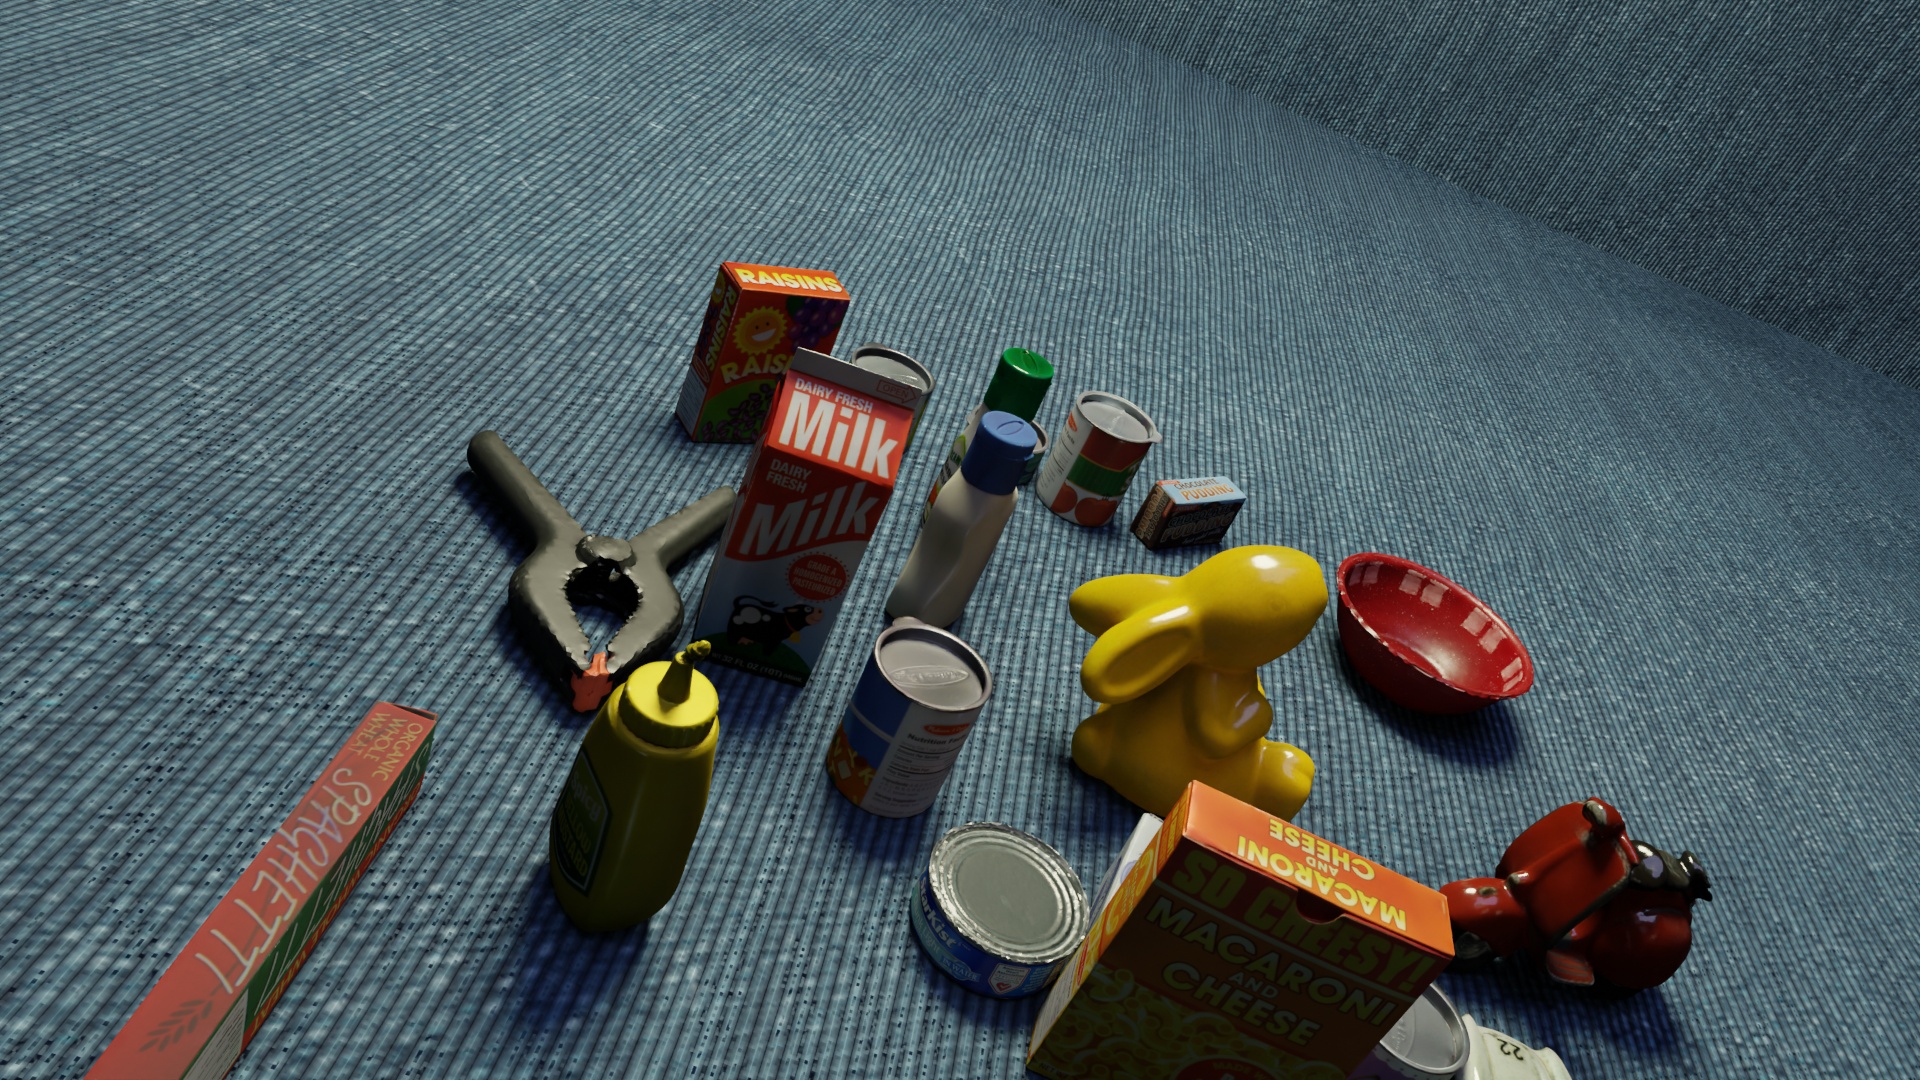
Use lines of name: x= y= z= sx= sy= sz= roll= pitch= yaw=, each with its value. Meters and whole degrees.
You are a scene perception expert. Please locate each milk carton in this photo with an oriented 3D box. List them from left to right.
milk carton: x=-0.086 y=-0.017 z=0.768 sx=0.072 sy=0.189 sz=0.074 roll=18 pitch=33 yaw=-12

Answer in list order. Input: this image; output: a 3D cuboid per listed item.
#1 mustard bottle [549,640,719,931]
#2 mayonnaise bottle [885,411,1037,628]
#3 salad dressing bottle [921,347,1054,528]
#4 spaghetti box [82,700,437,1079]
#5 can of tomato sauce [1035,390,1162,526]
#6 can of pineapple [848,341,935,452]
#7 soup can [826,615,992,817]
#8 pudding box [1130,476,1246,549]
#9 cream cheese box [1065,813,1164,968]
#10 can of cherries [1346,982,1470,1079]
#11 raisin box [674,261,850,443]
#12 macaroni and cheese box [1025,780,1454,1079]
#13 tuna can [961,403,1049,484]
mustard bottle: x=-0.136 y=0.099 z=0.595 sx=0.049 sy=0.159 sz=0.065 roll=-3 pitch=42 yaw=-38
mayonnaise bottle: x=0.003 y=-0.011 z=0.860 sx=0.041 sy=0.147 sz=0.065 roll=37 pitch=34 yaw=19
salad dressing bottle: x=0.019 y=-0.061 z=0.943 sx=0.044 sy=0.147 sz=0.064 roll=11 pitch=34 yaw=-21
spaghetti box: x=-0.268 y=0.156 z=0.525 sx=0.029 sy=0.050 sz=0.251 roll=22 pitch=32 yaw=-5
can of tomato sauce: x=0.105 y=-0.061 z=1.063 sx=0.071 sy=0.082 sz=0.071 roll=18 pitch=33 yaw=-12
can of pineapple: x=-0.059 y=-0.105 z=1.039 sx=0.071 sy=0.057 sz=0.071 roll=18 pitch=33 yaw=-12
soup can: x=-0.029 y=0.095 z=0.745 sx=0.071 sy=0.083 sz=0.072 roll=18 pitch=33 yaw=-12
pudding box: x=0.179 y=-0.023 z=1.089 sx=0.084 sy=0.049 sz=0.030 roll=-5 pitch=43 yaw=-39
cream cheese box: x=0.081 y=0.191 z=0.710 sx=0.024 sy=0.053 sz=0.104 roll=30 pitch=32 yaw=7
can of cherries: x=0.209 y=0.254 z=0.701 sx=0.071 sy=0.058 sz=0.072 roll=18 pitch=33 yaw=-12
raisin box: x=-0.137 y=-0.127 z=0.957 sx=0.086 sy=0.122 sz=0.040 roll=-1 pitch=40 yaw=-35
macaroni and cheese box: x=0.119 y=0.199 z=0.617 sx=0.124 sy=0.165 sz=0.040 roll=25 pitch=32 yaw=-1
tuna can: x=0.031 y=-0.076 z=1.081 sx=0.071 sy=0.032 sz=0.071 roll=18 pitch=33 yaw=-12
